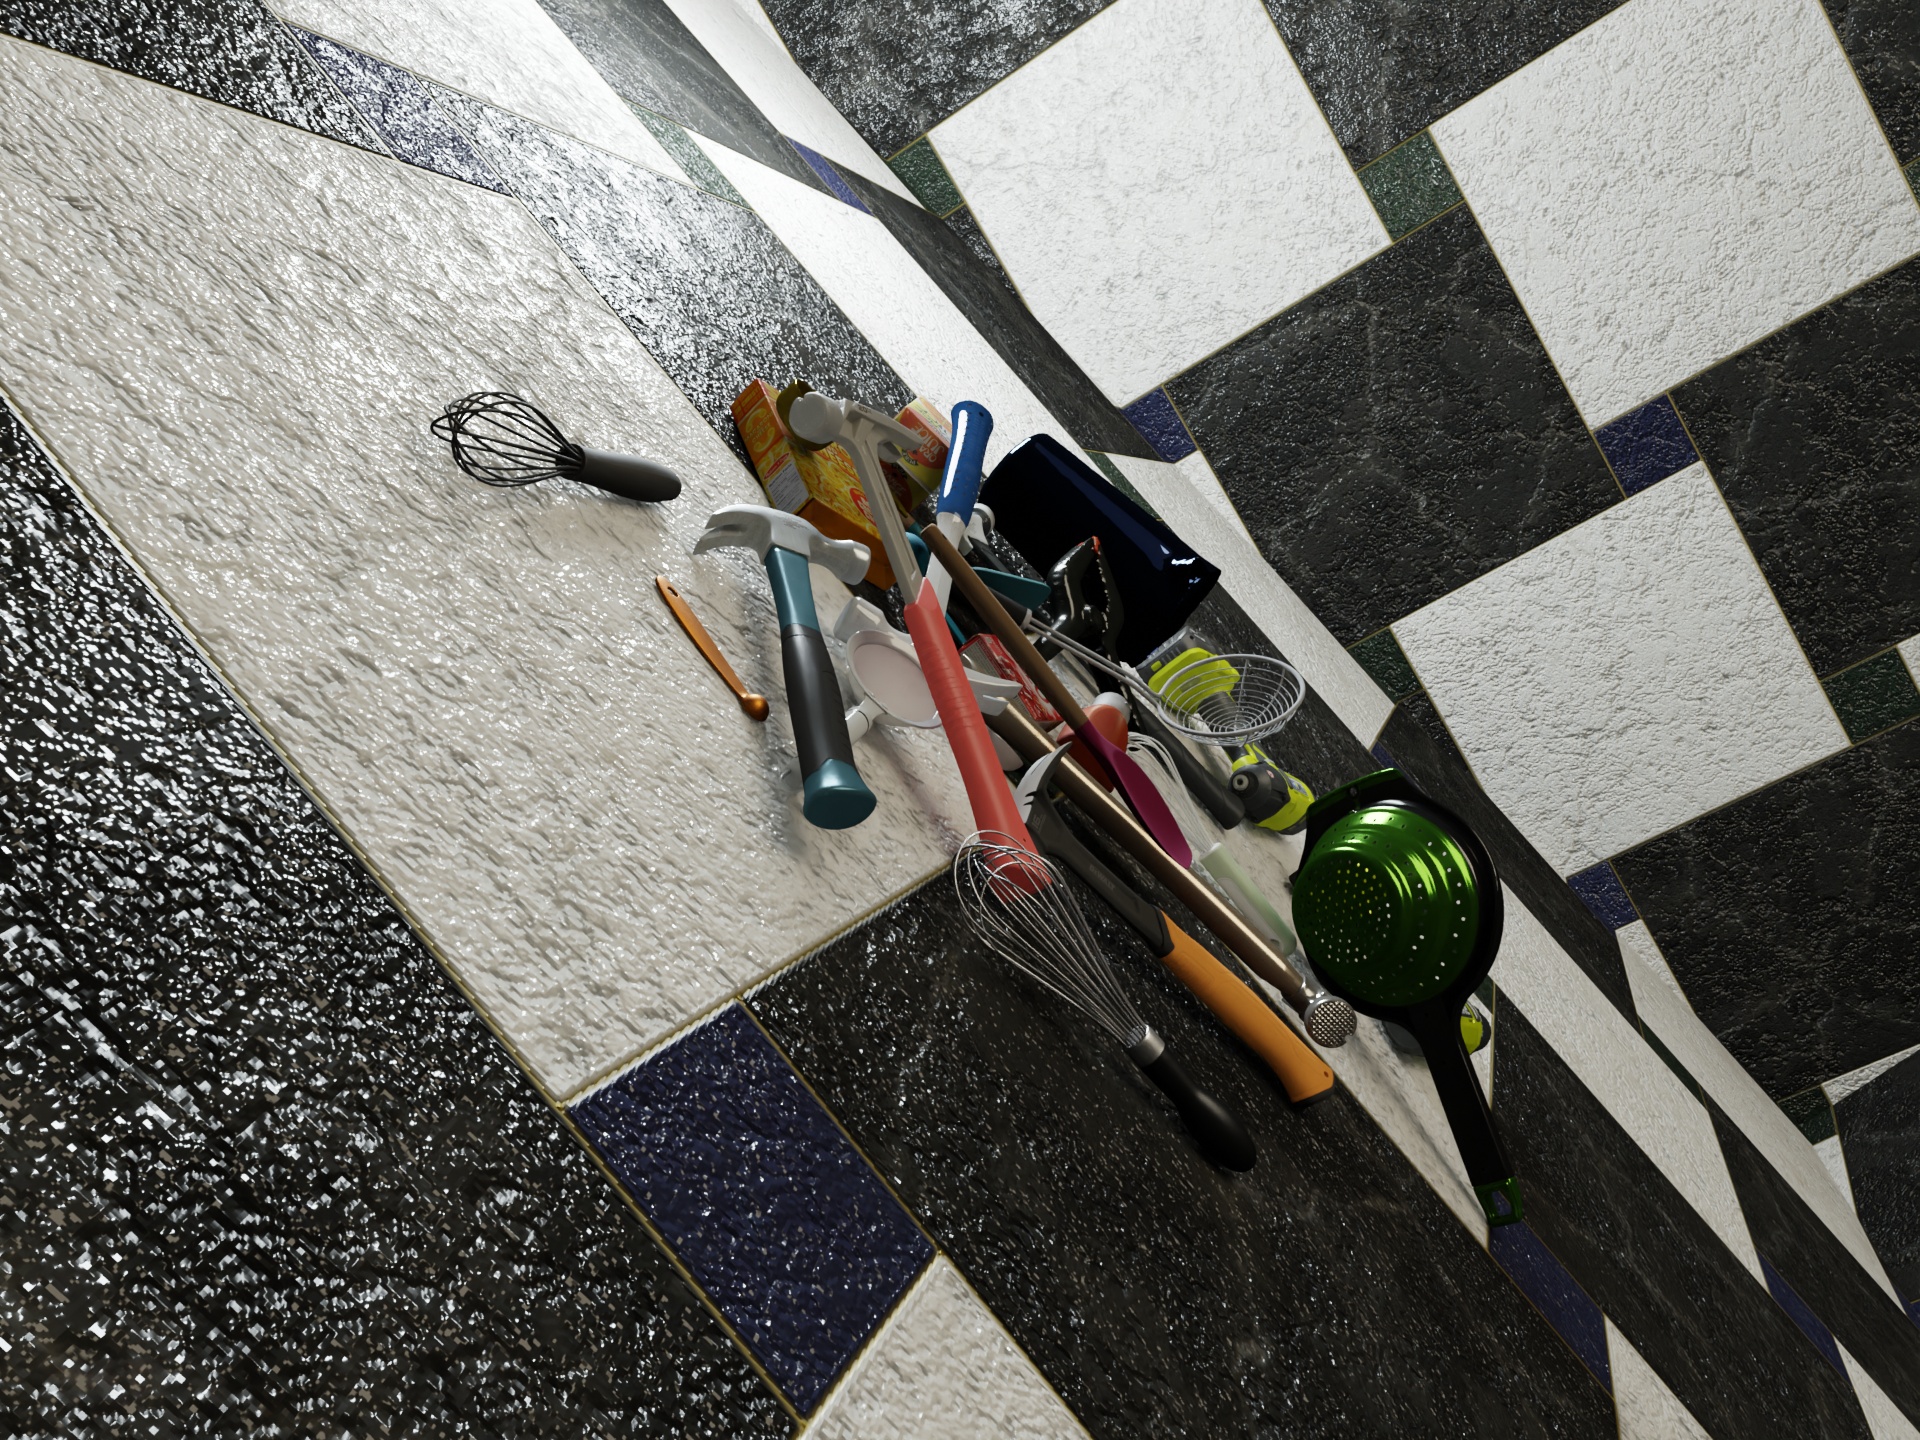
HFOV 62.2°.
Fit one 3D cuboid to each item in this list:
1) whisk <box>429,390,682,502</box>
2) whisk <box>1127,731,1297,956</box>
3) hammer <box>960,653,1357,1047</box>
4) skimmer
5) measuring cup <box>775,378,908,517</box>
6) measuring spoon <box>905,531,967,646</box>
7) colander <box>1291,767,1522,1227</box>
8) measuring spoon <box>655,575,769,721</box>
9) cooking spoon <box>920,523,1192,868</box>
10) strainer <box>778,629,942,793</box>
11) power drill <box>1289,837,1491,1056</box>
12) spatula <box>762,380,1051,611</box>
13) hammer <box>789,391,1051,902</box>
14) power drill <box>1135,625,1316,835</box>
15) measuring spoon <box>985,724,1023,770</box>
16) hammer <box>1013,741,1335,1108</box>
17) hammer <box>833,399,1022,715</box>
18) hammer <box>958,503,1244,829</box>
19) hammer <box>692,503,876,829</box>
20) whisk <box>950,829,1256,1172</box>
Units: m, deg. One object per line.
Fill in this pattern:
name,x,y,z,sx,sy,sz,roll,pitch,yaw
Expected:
whisk,-0.234,-0.159,0.968,0.055,0.055,0.239,52,16,13
whisk,0.216,0.111,1.414,0.059,0.057,0.246,-36,86,-37
hammer,0.143,0.098,1.259,0.410,0.038,0.146,43,2,-1
skimmer,0.122,-0.080,1.380,0.363,0.090,0.127,28,35,-9
measuring cup,-0.095,-0.211,1.287,0.156,0.029,0.062,47,16,-37
measuring spoon,-0.015,-0.106,1.338,0.128,0.021,0.042,56,7,-6
colander,0.380,0.238,1.361,0.094,0.204,0.397,2,65,-46
measuring spoon,-0.151,-0.046,0.971,0.117,0.011,0.021,52,19,14
cooking spoon,0.073,-0.017,1.179,0.319,0.017,0.069,52,22,-5
strainer,-0.066,-0.001,1.024,0.087,0.050,0.258,43,24,-1
power drill,0.439,0.237,1.588,0.190,0.080,0.229,20,35,-53
spatula,-0.058,-0.196,1.422,0.317,0.044,0.082,43,-25,-3
hammer,-0.014,-0.051,1.077,0.149,0.036,0.359,8,59,-64
power drill,0.284,0.014,1.692,0.171,0.080,0.223,23,33,-58
measuring spoon,-0.002,-0.004,1.211,0.124,0.018,0.034,43,-7,8
hammer,0.159,0.163,1.156,0.336,0.034,0.127,44,38,-16
hammer,-0.004,-0.152,1.295,0.144,0.035,0.406,30,35,-15
hammer,0.132,-0.048,1.555,0.409,0.036,0.149,46,20,-4
hammer,-0.096,-0.043,0.990,0.128,0.033,0.331,19,28,-25
whisk,0.094,0.179,0.989,0.284,0.070,0.070,49,18,-11
